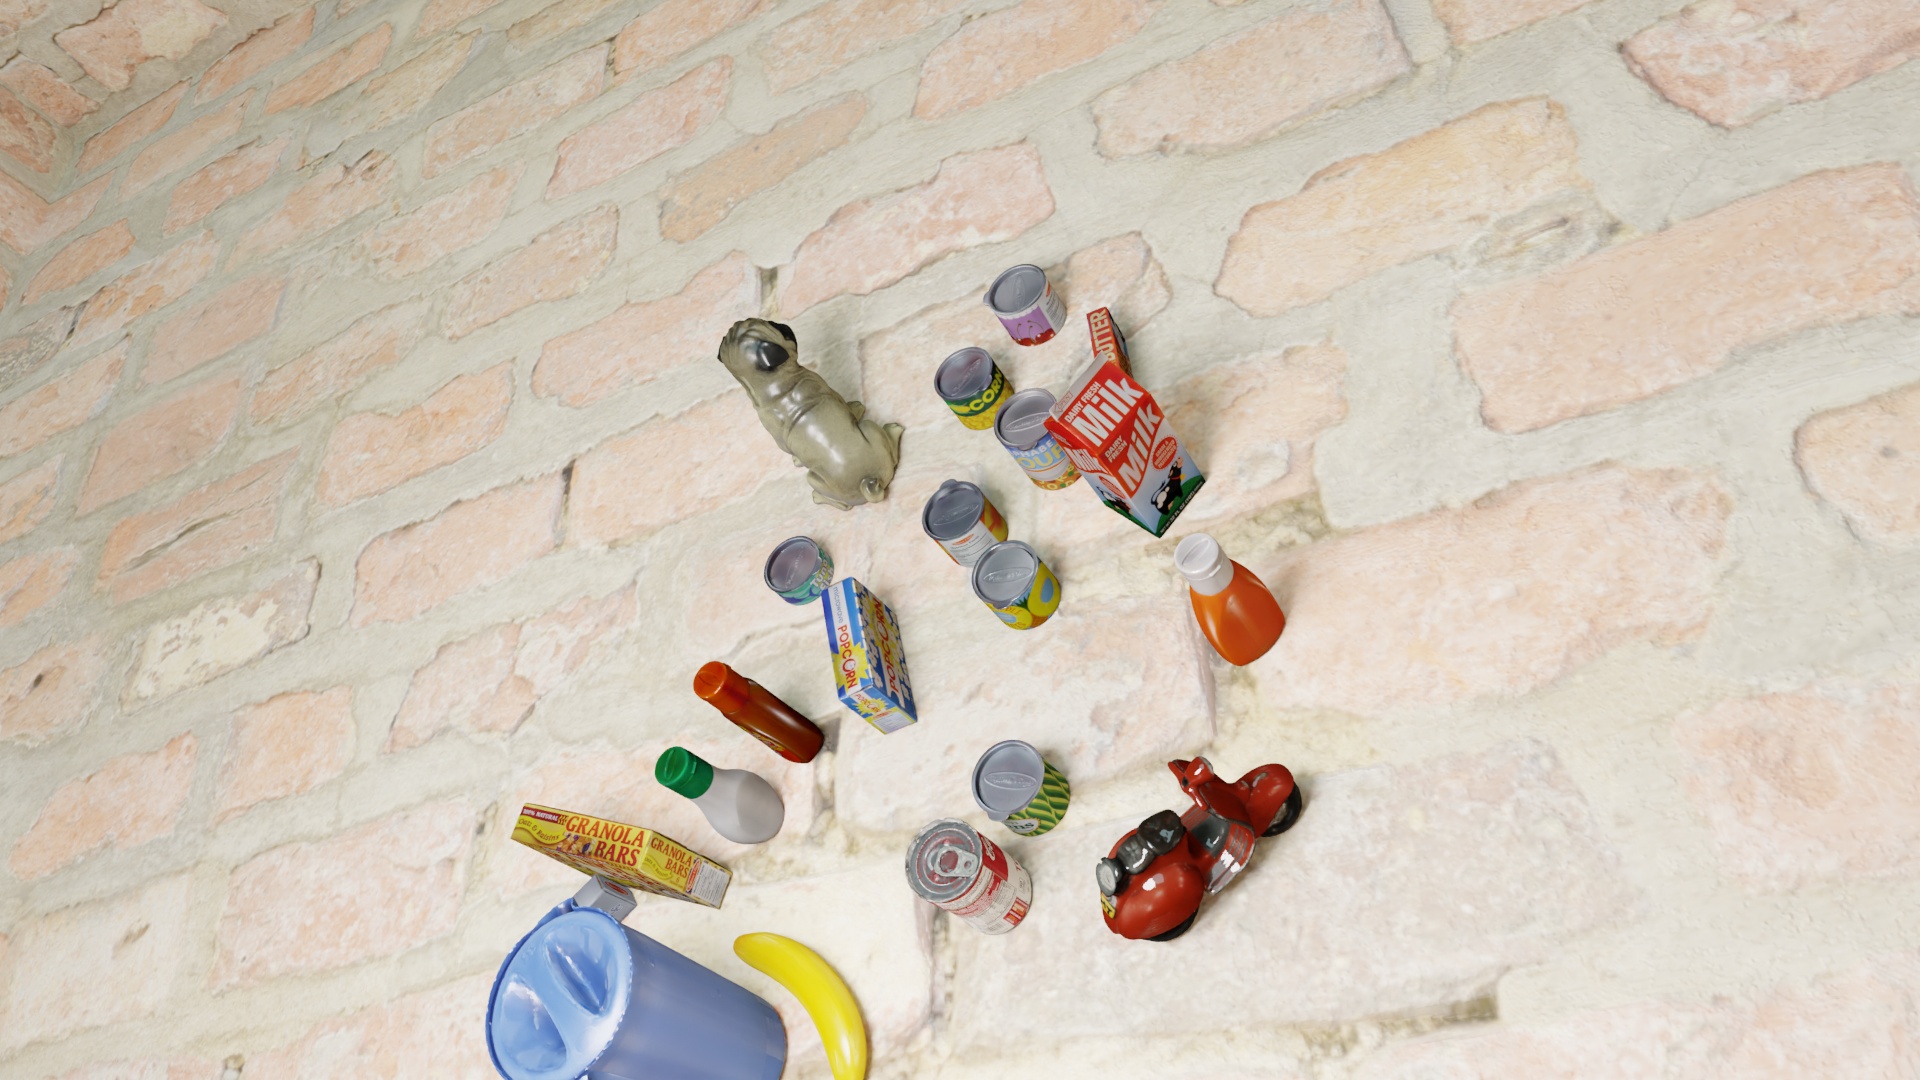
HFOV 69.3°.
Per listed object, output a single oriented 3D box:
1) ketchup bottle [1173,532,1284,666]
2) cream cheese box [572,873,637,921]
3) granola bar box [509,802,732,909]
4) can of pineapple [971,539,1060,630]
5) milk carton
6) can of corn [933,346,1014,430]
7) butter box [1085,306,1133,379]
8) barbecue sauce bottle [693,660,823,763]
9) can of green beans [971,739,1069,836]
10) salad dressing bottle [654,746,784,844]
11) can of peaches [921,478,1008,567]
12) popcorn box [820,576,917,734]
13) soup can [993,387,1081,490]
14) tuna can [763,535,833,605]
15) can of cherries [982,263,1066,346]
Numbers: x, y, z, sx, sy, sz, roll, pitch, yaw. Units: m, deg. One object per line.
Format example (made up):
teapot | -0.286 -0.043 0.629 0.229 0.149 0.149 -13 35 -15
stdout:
ketchup bottle | 0.214 0.045 1.116 0.065 0.148 0.043 -45 49 -2
cream cheese box | -0.359 0.365 1.306 0.104 0.053 0.024 -45 49 -2
granola bar box | -0.312 0.290 1.280 0.165 0.124 0.039 3 63 32
can of pineapple | 0.051 0.043 1.273 0.071 0.057 0.071 -15 54 22
milk carton | 0.138 -0.087 1.219 0.072 0.190 0.073 -50 49 -6
can of corn | 0.017 -0.154 1.421 0.071 0.058 0.071 -15 54 22
butter box | 0.149 -0.174 1.361 0.024 0.053 0.104 -20 52 19
barbecue sauce bottle | -0.188 0.157 1.279 0.065 0.148 0.044 21 73 38
can of green beans | 0.051 0.208 1.165 0.071 0.057 0.071 -15 54 22
salad dressing bottle | -0.216 0.228 1.249 0.044 0.147 0.064 -8 57 27
can of peaches | 0.005 -0.017 1.339 0.071 0.058 0.071 -15 54 22
popcorn box | -0.086 0.107 1.293 0.038 0.085 0.127 -26 51 14
soup can | 0.079 -0.093 1.329 0.071 0.083 0.072 -15 54 22
tuna can | -0.163 0.031 1.423 0.071 0.032 0.071 -15 54 22
can of cherries | 0.068 -0.245 1.451 0.071 0.058 0.072 -15 54 22
